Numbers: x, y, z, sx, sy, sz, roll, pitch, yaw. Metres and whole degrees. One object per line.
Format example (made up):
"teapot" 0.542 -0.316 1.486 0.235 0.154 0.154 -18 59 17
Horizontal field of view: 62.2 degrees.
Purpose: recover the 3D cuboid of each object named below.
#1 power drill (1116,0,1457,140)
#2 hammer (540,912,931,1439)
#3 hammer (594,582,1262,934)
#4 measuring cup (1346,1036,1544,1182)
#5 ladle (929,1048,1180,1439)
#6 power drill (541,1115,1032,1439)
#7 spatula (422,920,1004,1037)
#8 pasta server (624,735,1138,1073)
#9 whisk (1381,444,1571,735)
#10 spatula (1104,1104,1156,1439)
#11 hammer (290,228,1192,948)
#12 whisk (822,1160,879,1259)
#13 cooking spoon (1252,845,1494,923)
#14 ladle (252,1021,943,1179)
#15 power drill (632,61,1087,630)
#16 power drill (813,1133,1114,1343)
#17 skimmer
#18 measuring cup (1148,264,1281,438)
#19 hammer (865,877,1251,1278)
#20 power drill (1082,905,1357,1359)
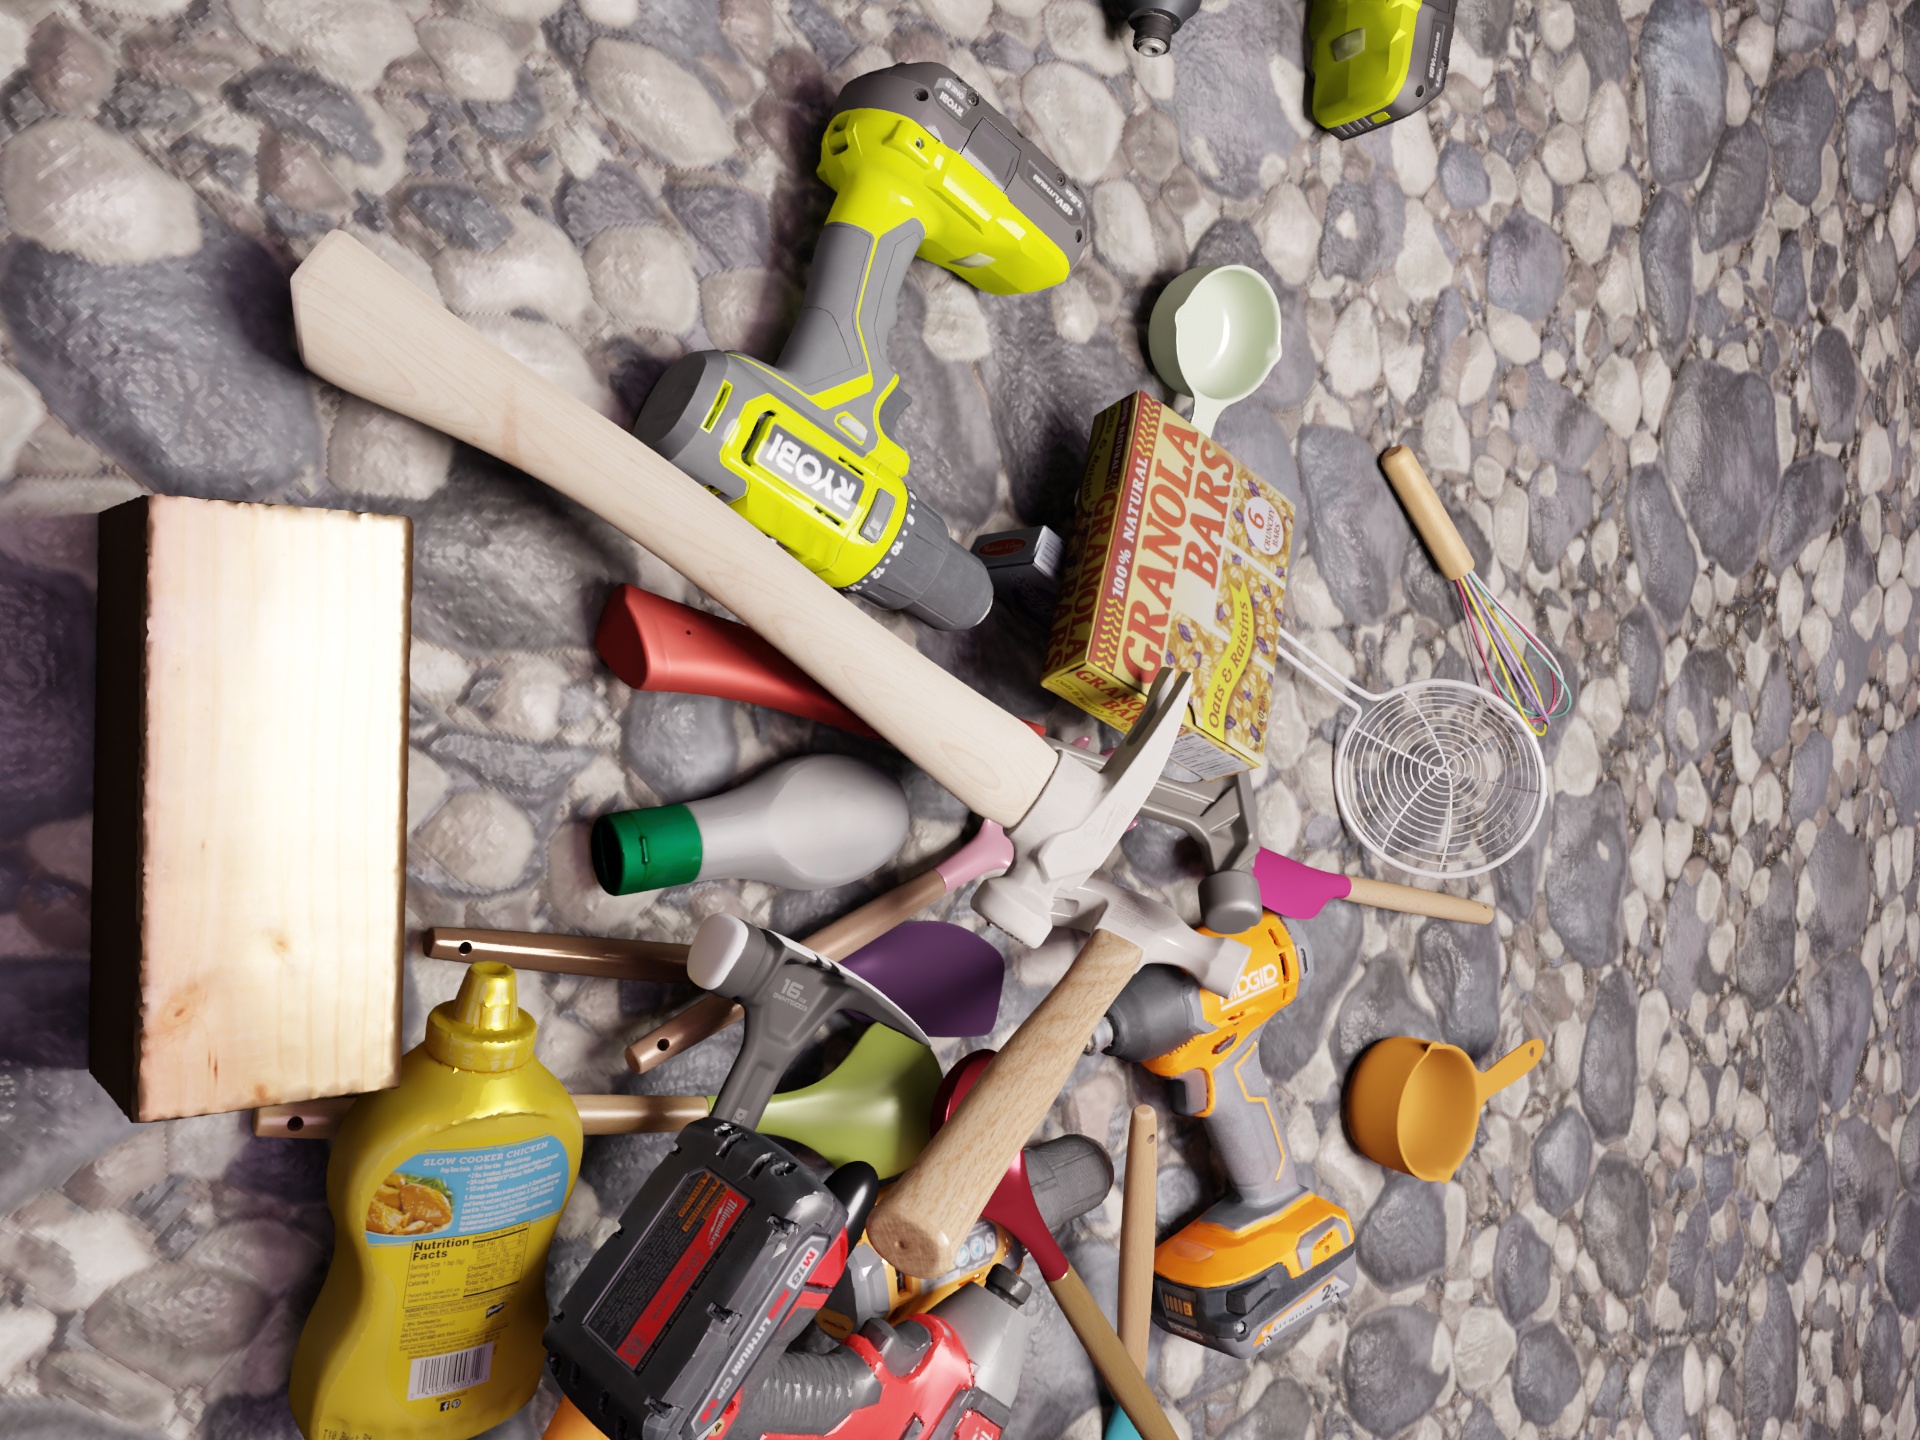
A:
"power drill" 0.182 -0.431 0.913 0.223 0.080 0.171 12 84 -34
"hammer" -0.129 0.252 0.656 0.127 0.034 0.337 36 76 -42
"hammer" -0.001 -0.002 0.777 0.358 0.036 0.149 18 48 -27
"measuring cup" 0.324 0.242 1.064 0.173 0.052 0.095 -15 101 -39
"ladle" 0.060 0.291 0.792 0.069 0.031 0.315 -49 118 -44
"power drill" -0.052 0.260 0.655 0.143 0.079 0.219 -54 132 -18
"spatula" -0.098 0.115 0.749 0.315 0.018 0.060 12 86 -39
"pasta server" -0.028 0.088 0.777 0.316 0.040 0.060 -27 85 -39
"whisk" 0.348 -0.083 1.076 0.047 0.051 0.244 -47 115 -21
"spatula" 0.103 0.346 0.872 0.082 0.044 0.317 -19 120 -33
"hammer" -0.083 -0.068 0.667 0.410 0.038 0.146 36 85 -20
"whisk" -0.121 0.317 0.696 0.070 0.070 0.285 43 72 -31
"cooking spoon" 0.256 0.108 1.010 0.318 0.069 0.017 14 120 -43
"ladle" -0.144 0.172 0.709 0.320 0.062 0.078 8 92 -31
"power drill" -0.028 -0.170 0.757 0.190 0.080 0.228 31 76 -33
"power drill" 0.016 0.332 0.812 0.185 0.084 0.226 -11 94 -39
"skimmer" 0.205 -0.023 0.933 0.363 0.090 0.127 32 117 -31
"measuring cup" 0.129 -0.178 0.911 0.083 0.038 0.167 9 103 -35
"hammer" 0.038 0.148 0.731 0.331 0.130 0.031 -35 146 -63
"power drill" 0.141 0.234 0.904 0.164 0.084 0.226 -13 96 -37
